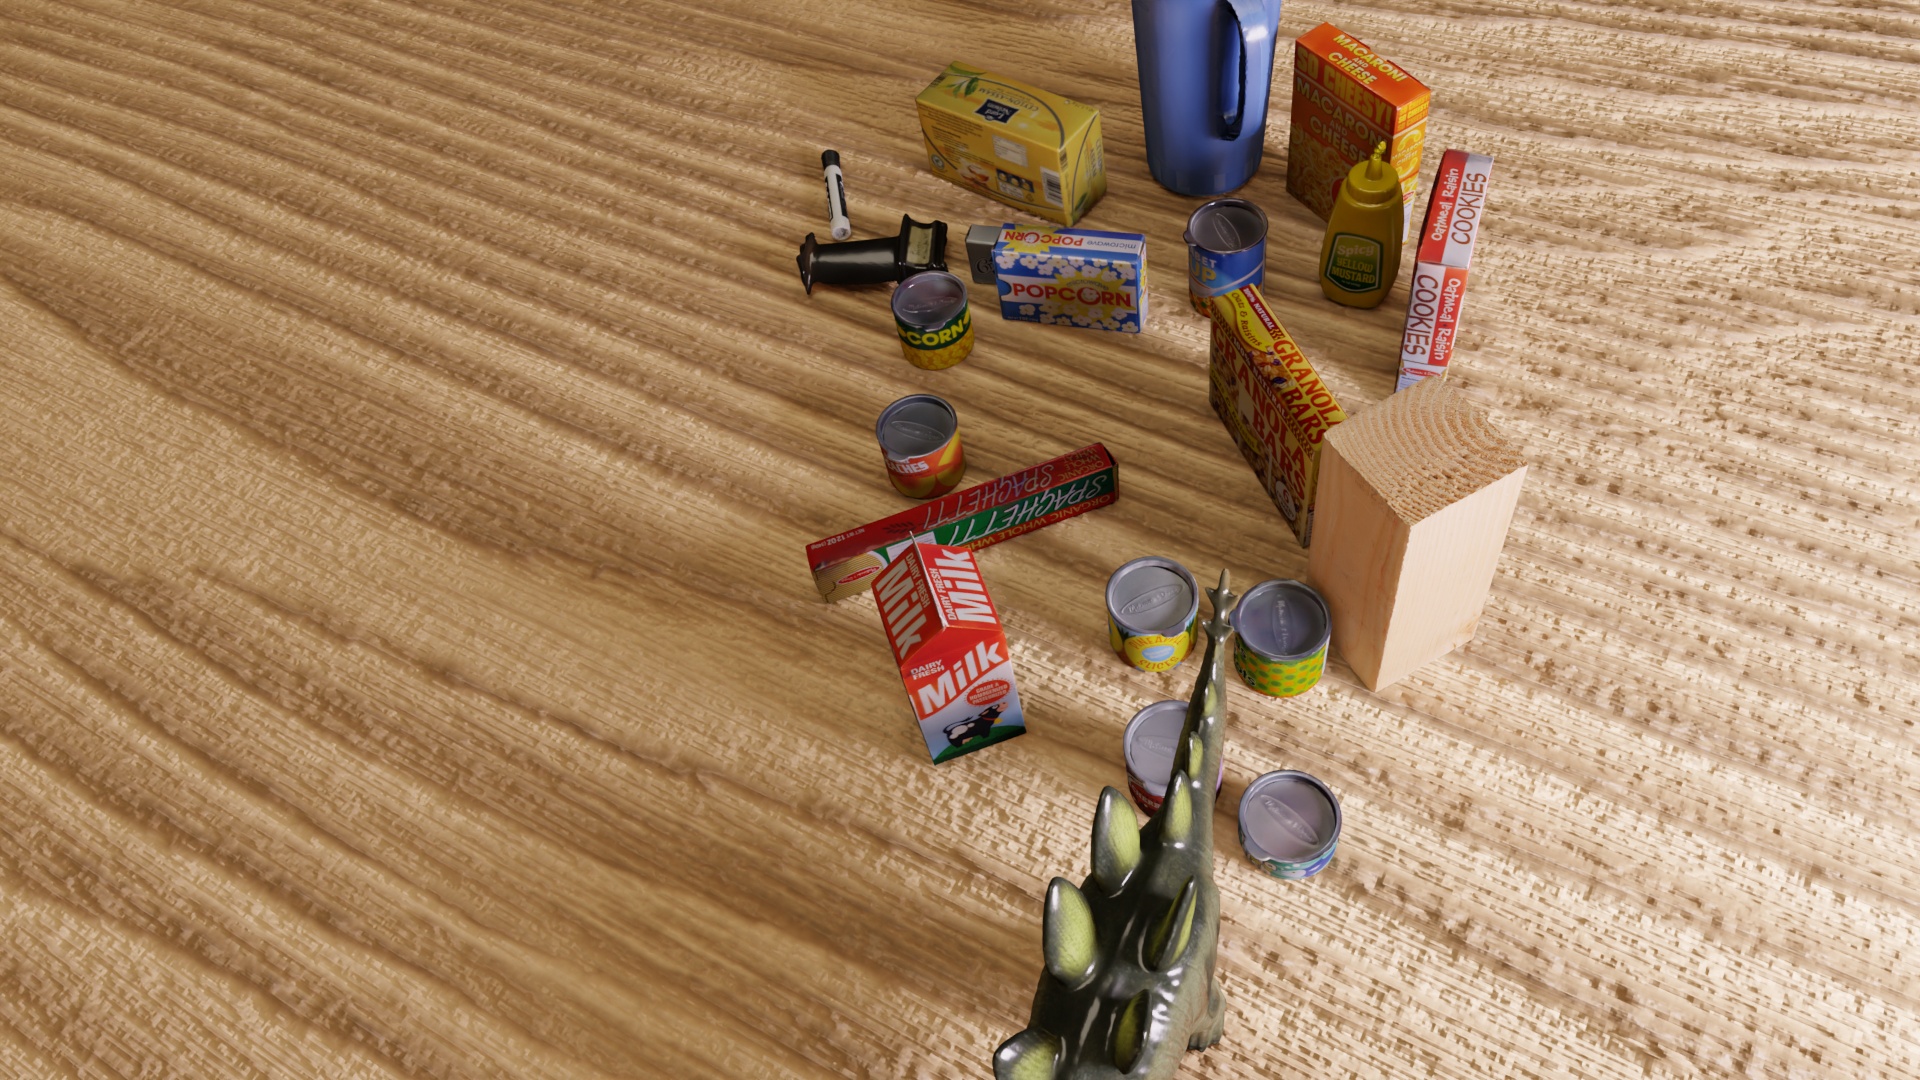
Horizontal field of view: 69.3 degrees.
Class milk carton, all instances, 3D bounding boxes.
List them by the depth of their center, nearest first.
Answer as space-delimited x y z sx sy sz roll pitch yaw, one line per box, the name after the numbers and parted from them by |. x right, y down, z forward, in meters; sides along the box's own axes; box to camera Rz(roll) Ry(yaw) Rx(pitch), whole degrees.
-0.009 0.072 0.940 0.073 0.189 0.072 -19 55 -4 | milk carton

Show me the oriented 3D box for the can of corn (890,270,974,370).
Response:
-0.023 -0.189 1.207 0.071 0.058 0.071 -4 55 6 | can of corn

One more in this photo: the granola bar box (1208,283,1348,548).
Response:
0.242 -0.095 1.057 0.039 0.123 0.166 -21 55 -5 | granola bar box

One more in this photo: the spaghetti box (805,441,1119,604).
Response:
0.004 -0.014 1.084 0.250 0.050 0.029 -20 55 -5 | spaghetti box

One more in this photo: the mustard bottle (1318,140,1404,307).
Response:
0.331 -0.260 1.136 0.065 0.159 0.049 16 60 20 | mustard bottle

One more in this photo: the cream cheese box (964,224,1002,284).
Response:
0.059 -0.252 1.241 0.104 0.053 0.024 8 57 15 | cream cheese box

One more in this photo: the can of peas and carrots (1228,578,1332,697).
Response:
0.225 0.070 0.983 0.071 0.058 0.071 -4 55 6 | can of peas and carrots

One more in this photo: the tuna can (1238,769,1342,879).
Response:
0.215 0.190 0.917 0.071 0.032 0.071 -4 55 6 | tuna can

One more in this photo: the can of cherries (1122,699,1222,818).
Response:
0.143 0.152 0.939 0.071 0.058 0.072 -4 55 6 | can of cherries

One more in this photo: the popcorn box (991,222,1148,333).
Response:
0.096 -0.226 1.197 0.127 0.084 0.038 8 57 15 | popcorn box

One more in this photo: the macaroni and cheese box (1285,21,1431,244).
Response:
0.336 -0.340 1.187 0.040 0.165 0.124 -32 56 -12 | macaroni and cheese box

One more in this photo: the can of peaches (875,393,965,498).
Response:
-0.033 -0.074 1.128 0.071 0.057 0.071 -4 55 6 | can of peaches

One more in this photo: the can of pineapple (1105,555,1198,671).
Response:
0.140 0.056 1.008 0.071 0.057 0.071 -4 55 6 | can of pineapple

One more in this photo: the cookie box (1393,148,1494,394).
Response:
0.372 -0.198 1.081 0.040 0.166 0.123 12 58 17 | cookie box

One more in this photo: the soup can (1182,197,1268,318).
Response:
0.225 -0.238 1.185 0.071 0.083 0.072 -4 55 6 | soup can
